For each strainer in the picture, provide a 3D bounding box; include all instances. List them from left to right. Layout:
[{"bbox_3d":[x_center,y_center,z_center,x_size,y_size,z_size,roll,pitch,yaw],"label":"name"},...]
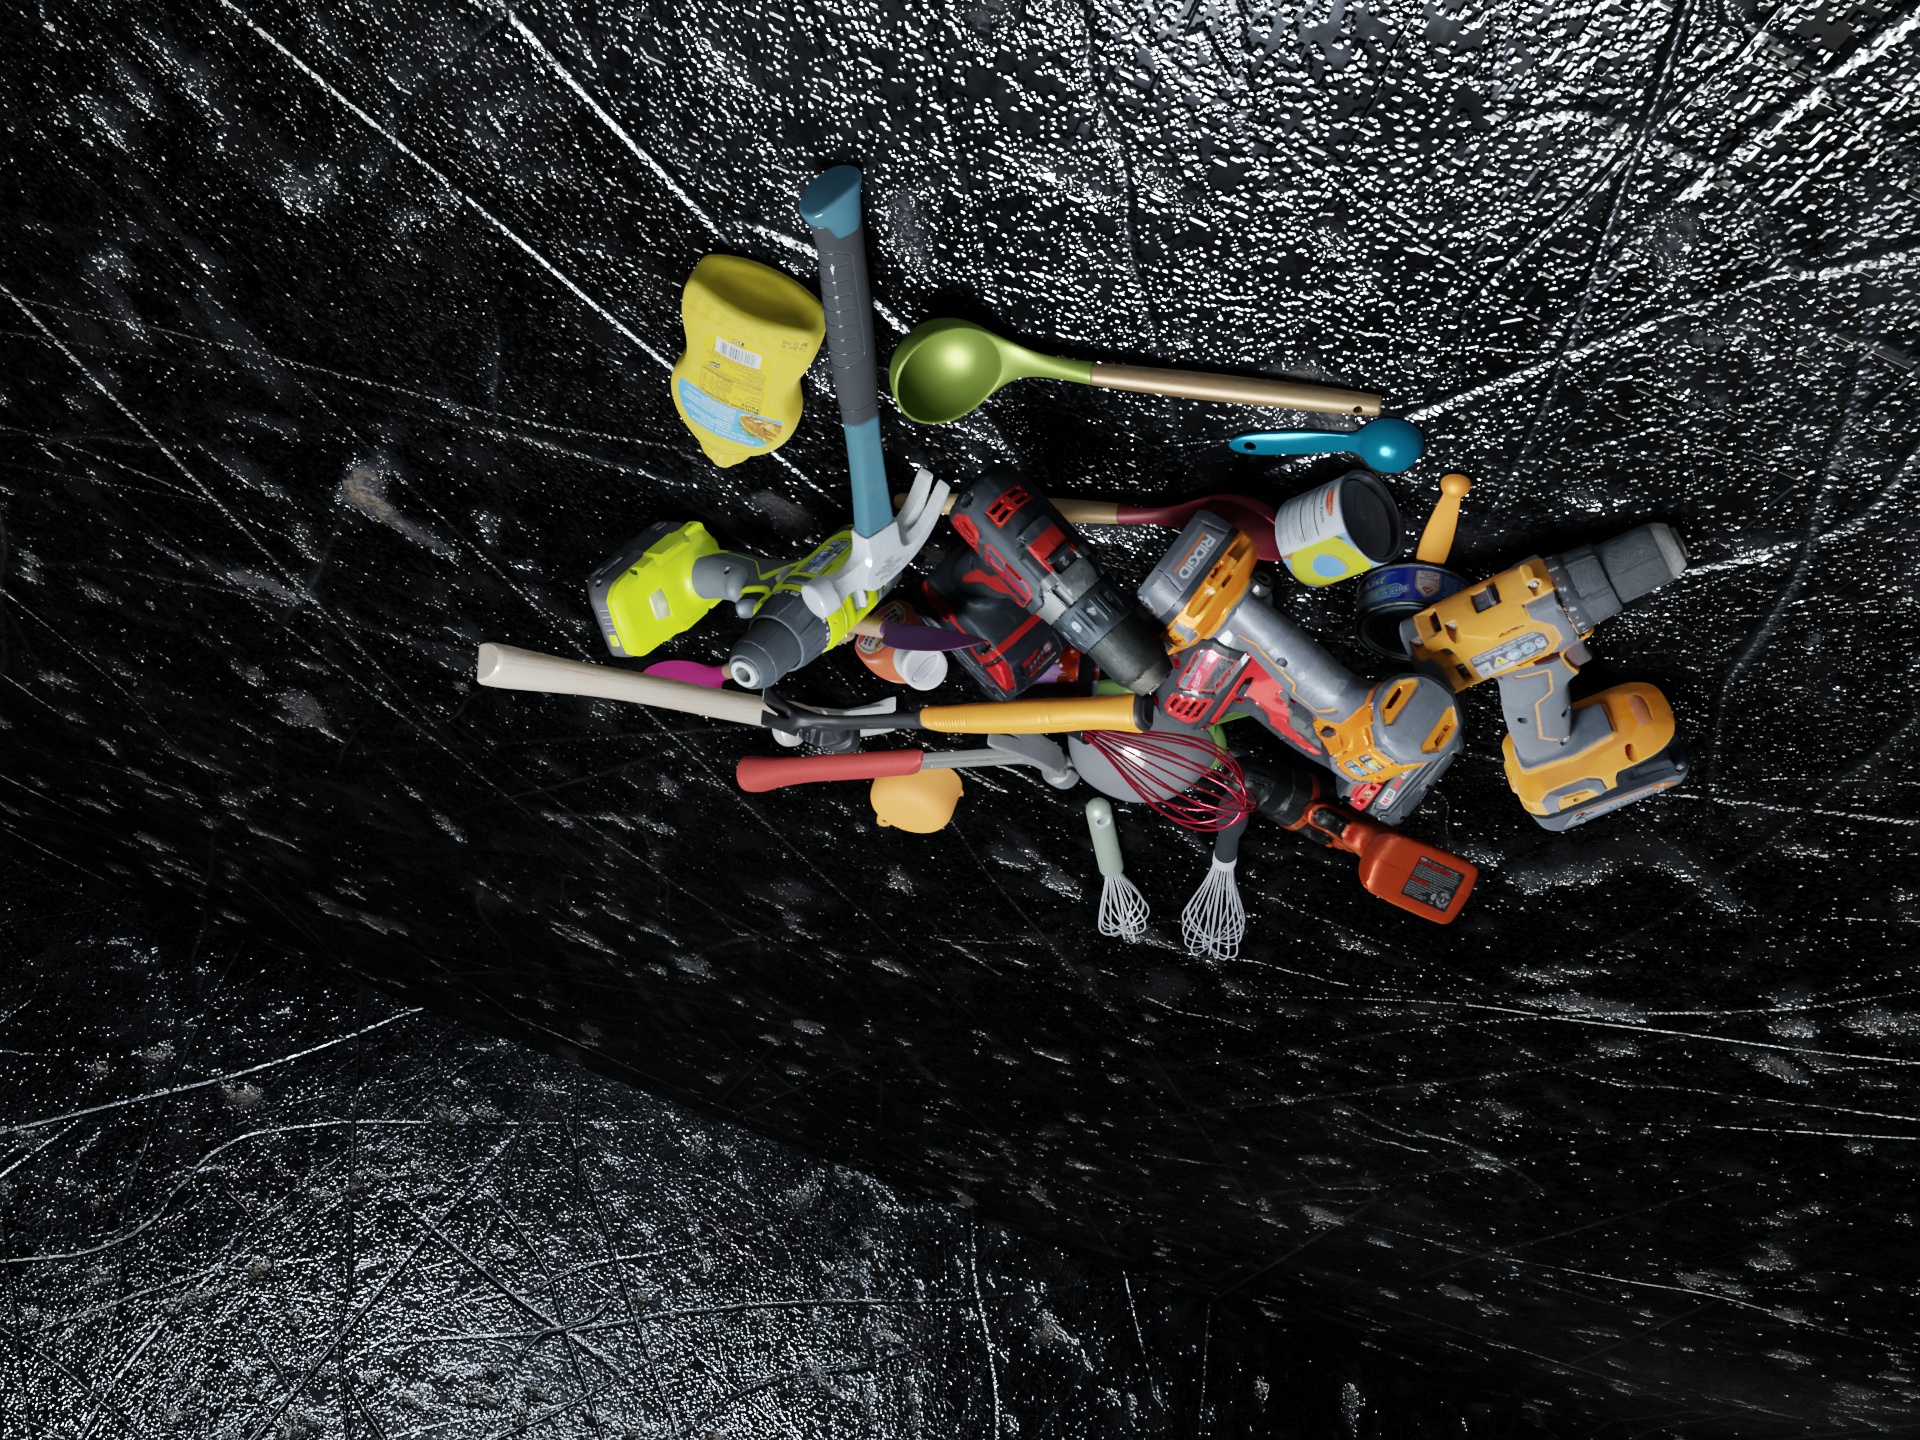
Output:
[{"bbox_3d":[0.188,0.021,1.364,0.151,0.069,0.256,36,147,-27],"label":"strainer"}]

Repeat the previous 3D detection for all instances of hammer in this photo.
[{"bbox_3d":[-0.234,-0.022,1.391,0.146,0.038,0.410,-7,169,38],"label":"hammer"},{"bbox_3d":[-0.071,-0.220,1.093,0.033,0.128,0.330,38,151,31],"label":"hammer"},{"bbox_3d":[-0.074,0.039,1.513,0.359,0.037,0.149,-4,160,33],"label":"hammer"},{"bbox_3d":[-0.002,-0.004,1.311,0.337,0.034,0.127,-2,166,30],"label":"hammer"}]

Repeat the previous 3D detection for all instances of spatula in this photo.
[{"bbox_3d":[-0.071,-0.075,1.276,0.059,0.018,0.316,-12,-167,-24],"label":"spatula"}]

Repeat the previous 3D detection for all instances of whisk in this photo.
[{"bbox_3d":[0.124,0.017,1.328,0.296,0.073,0.073,28,160,37],"label":"whisk"},{"bbox_3d":[0.156,0.154,1.632,0.058,0.059,0.246,-22,140,-3],"label":"whisk"},{"bbox_3d":[0.255,0.151,1.559,0.070,0.070,0.284,12,144,12],"label":"whisk"}]

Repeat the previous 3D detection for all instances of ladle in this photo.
[{"bbox_3d":[0.093,-0.153,1.177,0.315,0.031,0.069,7,154,24],"label":"ladle"},{"bbox_3d":[0.110,-0.215,1.037,0.320,0.062,0.078,9,144,12],"label":"ladle"}]

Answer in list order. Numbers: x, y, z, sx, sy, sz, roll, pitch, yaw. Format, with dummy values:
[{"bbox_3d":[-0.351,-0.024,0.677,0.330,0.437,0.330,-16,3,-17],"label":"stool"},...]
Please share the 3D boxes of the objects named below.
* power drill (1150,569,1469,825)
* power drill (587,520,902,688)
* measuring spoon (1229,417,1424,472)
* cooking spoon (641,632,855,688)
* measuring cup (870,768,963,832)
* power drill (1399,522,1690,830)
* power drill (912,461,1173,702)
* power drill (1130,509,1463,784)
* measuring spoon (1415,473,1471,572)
[{"bbox_3d":[0.271,-0.023,1.226,0.219,0.079,0.143,26,129,-1],"label":"power drill"},{"bbox_3d":[-0.184,-0.094,1.276,0.228,0.191,0.080,7,127,31],"label":"power drill"},{"bbox_3d":[0.240,-0.178,1.054,0.129,0.021,0.042,3,146,23],"label":"measuring spoon"},{"bbox_3d":[-0.208,-0.052,1.523,0.319,0.017,0.068,-14,137,44],"label":"cooking spoon"},{"bbox_3d":[-0.062,0.094,1.642,0.095,0.052,0.173,25,148,-9],"label":"measuring cup"},{"bbox_3d":[0.434,-0.033,1.107,0.185,0.084,0.226,-27,130,23],"label":"power drill"},{"bbox_3d":[0.057,-0.079,1.157,0.188,0.080,0.226,47,166,0],"label":"power drill"},{"bbox_3d":[0.226,-0.038,1.116,0.226,0.084,0.164,37,168,3],"label":"power drill"},{"bbox_3d":[0.330,-0.129,1.094,0.021,0.011,0.116,13,151,11],"label":"measuring spoon"}]
